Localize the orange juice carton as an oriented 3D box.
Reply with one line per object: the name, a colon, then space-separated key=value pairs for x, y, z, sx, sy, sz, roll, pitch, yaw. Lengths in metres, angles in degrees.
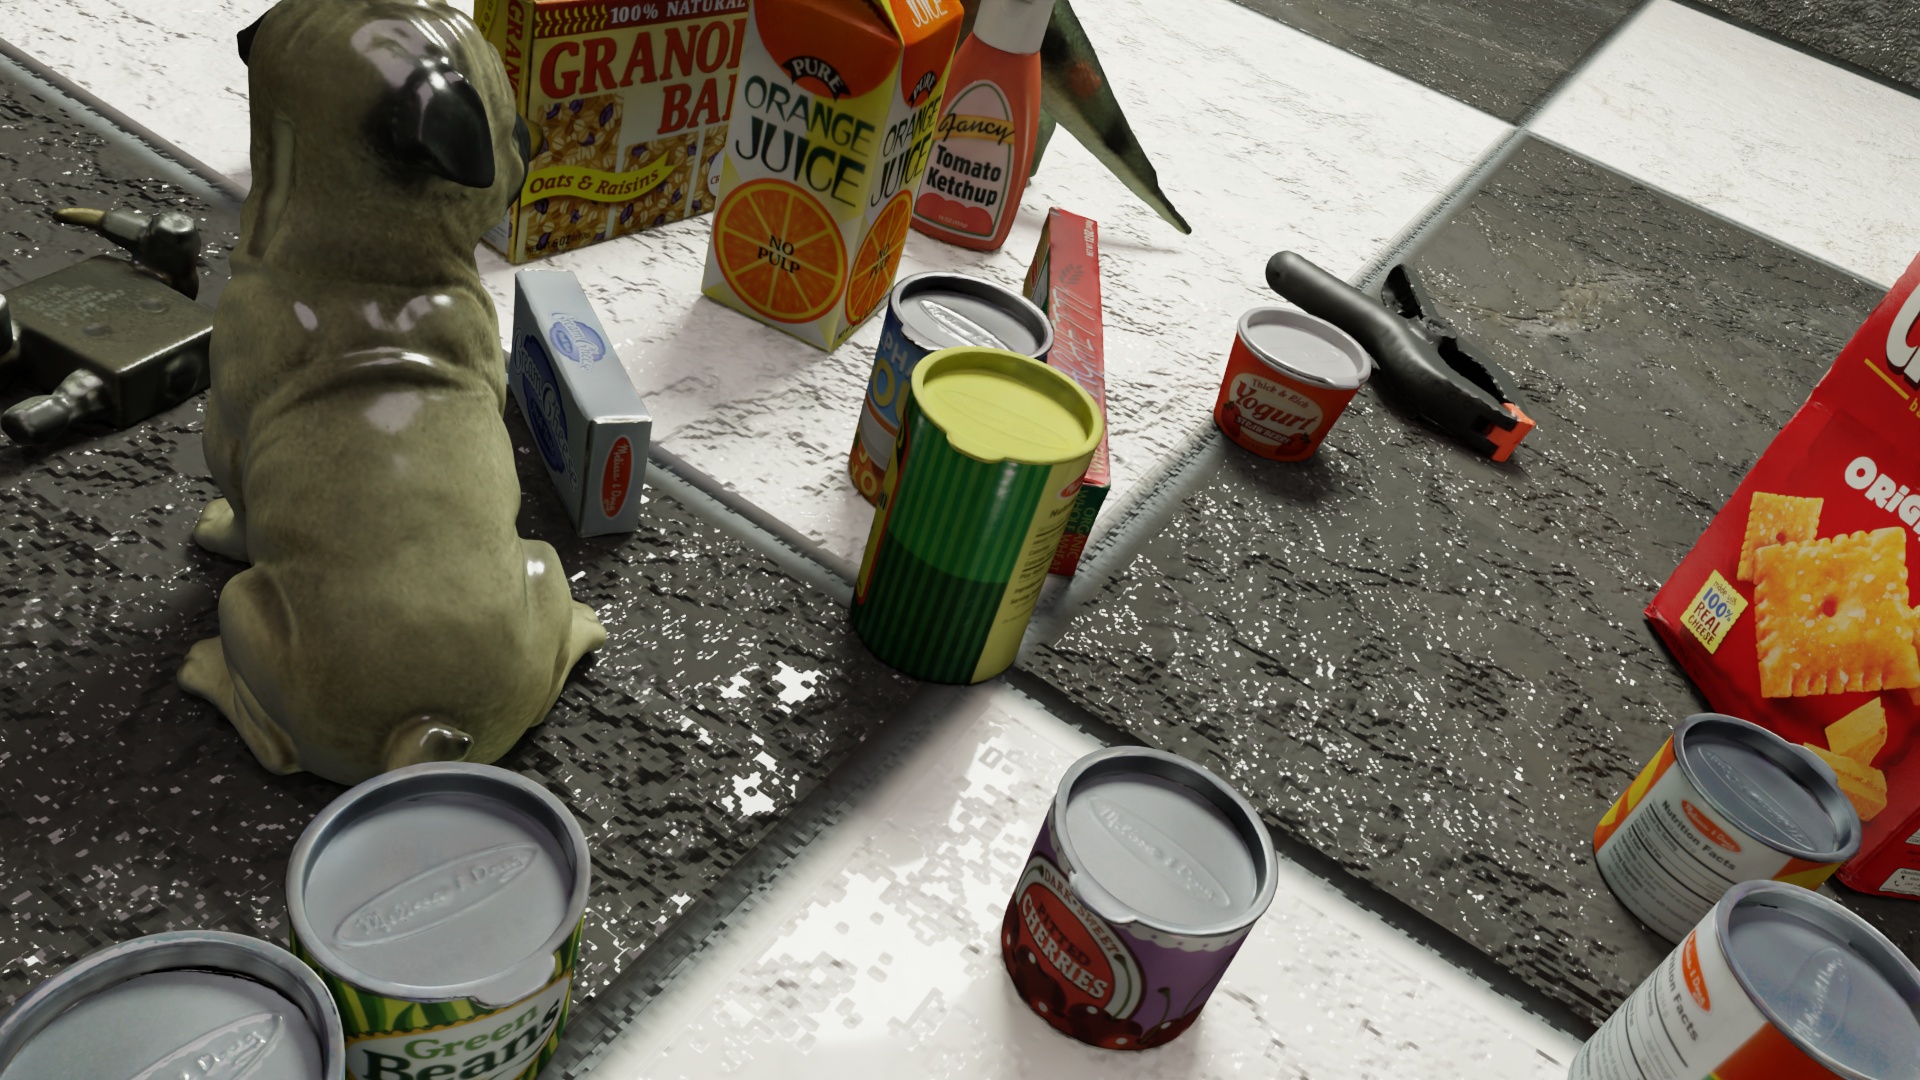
orange juice carton: x=-0.055 y=-0.191 z=0.623 sx=0.073 sy=0.191 sz=0.072 roll=25 pitch=37 yaw=9

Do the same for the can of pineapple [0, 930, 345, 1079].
can of pineapple: x=-0.161 y=0.126 z=0.283 sx=0.071 sy=0.057 sz=0.071 roll=12 pitch=37 yaw=-9

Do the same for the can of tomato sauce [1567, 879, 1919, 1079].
can of tomato sauce: x=0.227 y=0.151 z=0.398 sx=0.071 sy=0.082 sz=0.071 roll=12 pitch=37 yaw=-9

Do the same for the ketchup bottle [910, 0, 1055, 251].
ketchup bottle: x=0.014 y=-0.232 z=0.744 sx=0.065 sy=0.148 sz=0.044 roll=19 pitch=36 yaw=0

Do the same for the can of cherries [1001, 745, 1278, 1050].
can of cherries: x=0.048 y=0.104 z=0.401 sx=0.071 sy=0.058 sz=0.072 roll=12 pitch=37 yaw=-9

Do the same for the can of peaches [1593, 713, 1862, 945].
can of peaches: x=0.274 y=0.105 z=0.498 sx=0.071 sy=0.057 sz=0.071 roll=12 pitch=37 yaw=-9

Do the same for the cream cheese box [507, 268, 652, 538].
cream cheese box: x=-0.146 y=-0.054 z=0.524 sx=0.024 sy=0.053 sz=0.104 roll=-7 pitch=43 yaw=-31

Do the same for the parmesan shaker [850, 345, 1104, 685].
parmesan shaker: x=0.002 y=-0.006 z=0.485 sx=0.071 sy=0.102 sz=0.072 roll=12 pitch=37 yaw=-9

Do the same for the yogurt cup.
yogurt cup: x=0.160 y=-0.076 z=0.685 sx=0.072 sy=0.053 sz=0.073 roll=12 pitch=37 yaw=-9

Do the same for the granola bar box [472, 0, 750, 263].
granola bar box: x=-0.154 y=-0.211 z=0.664 sx=0.039 sy=0.123 sz=0.166 roll=35 pitch=39 yaw=20

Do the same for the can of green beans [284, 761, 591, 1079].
can of green beans: x=-0.126 y=0.097 z=0.335 sx=0.071 sy=0.057 sz=0.071 roll=12 pitch=37 yaw=-9

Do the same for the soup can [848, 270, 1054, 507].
soup can: x=-0.008 y=-0.056 z=0.561 sx=0.071 sy=0.083 sz=0.072 roll=12 pitch=37 yaw=-9

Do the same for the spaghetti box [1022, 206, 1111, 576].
spaghetti box: x=0.046 y=-0.079 z=0.642 sx=0.029 sy=0.049 sz=0.251 roll=14 pitch=37 yaw=-6
